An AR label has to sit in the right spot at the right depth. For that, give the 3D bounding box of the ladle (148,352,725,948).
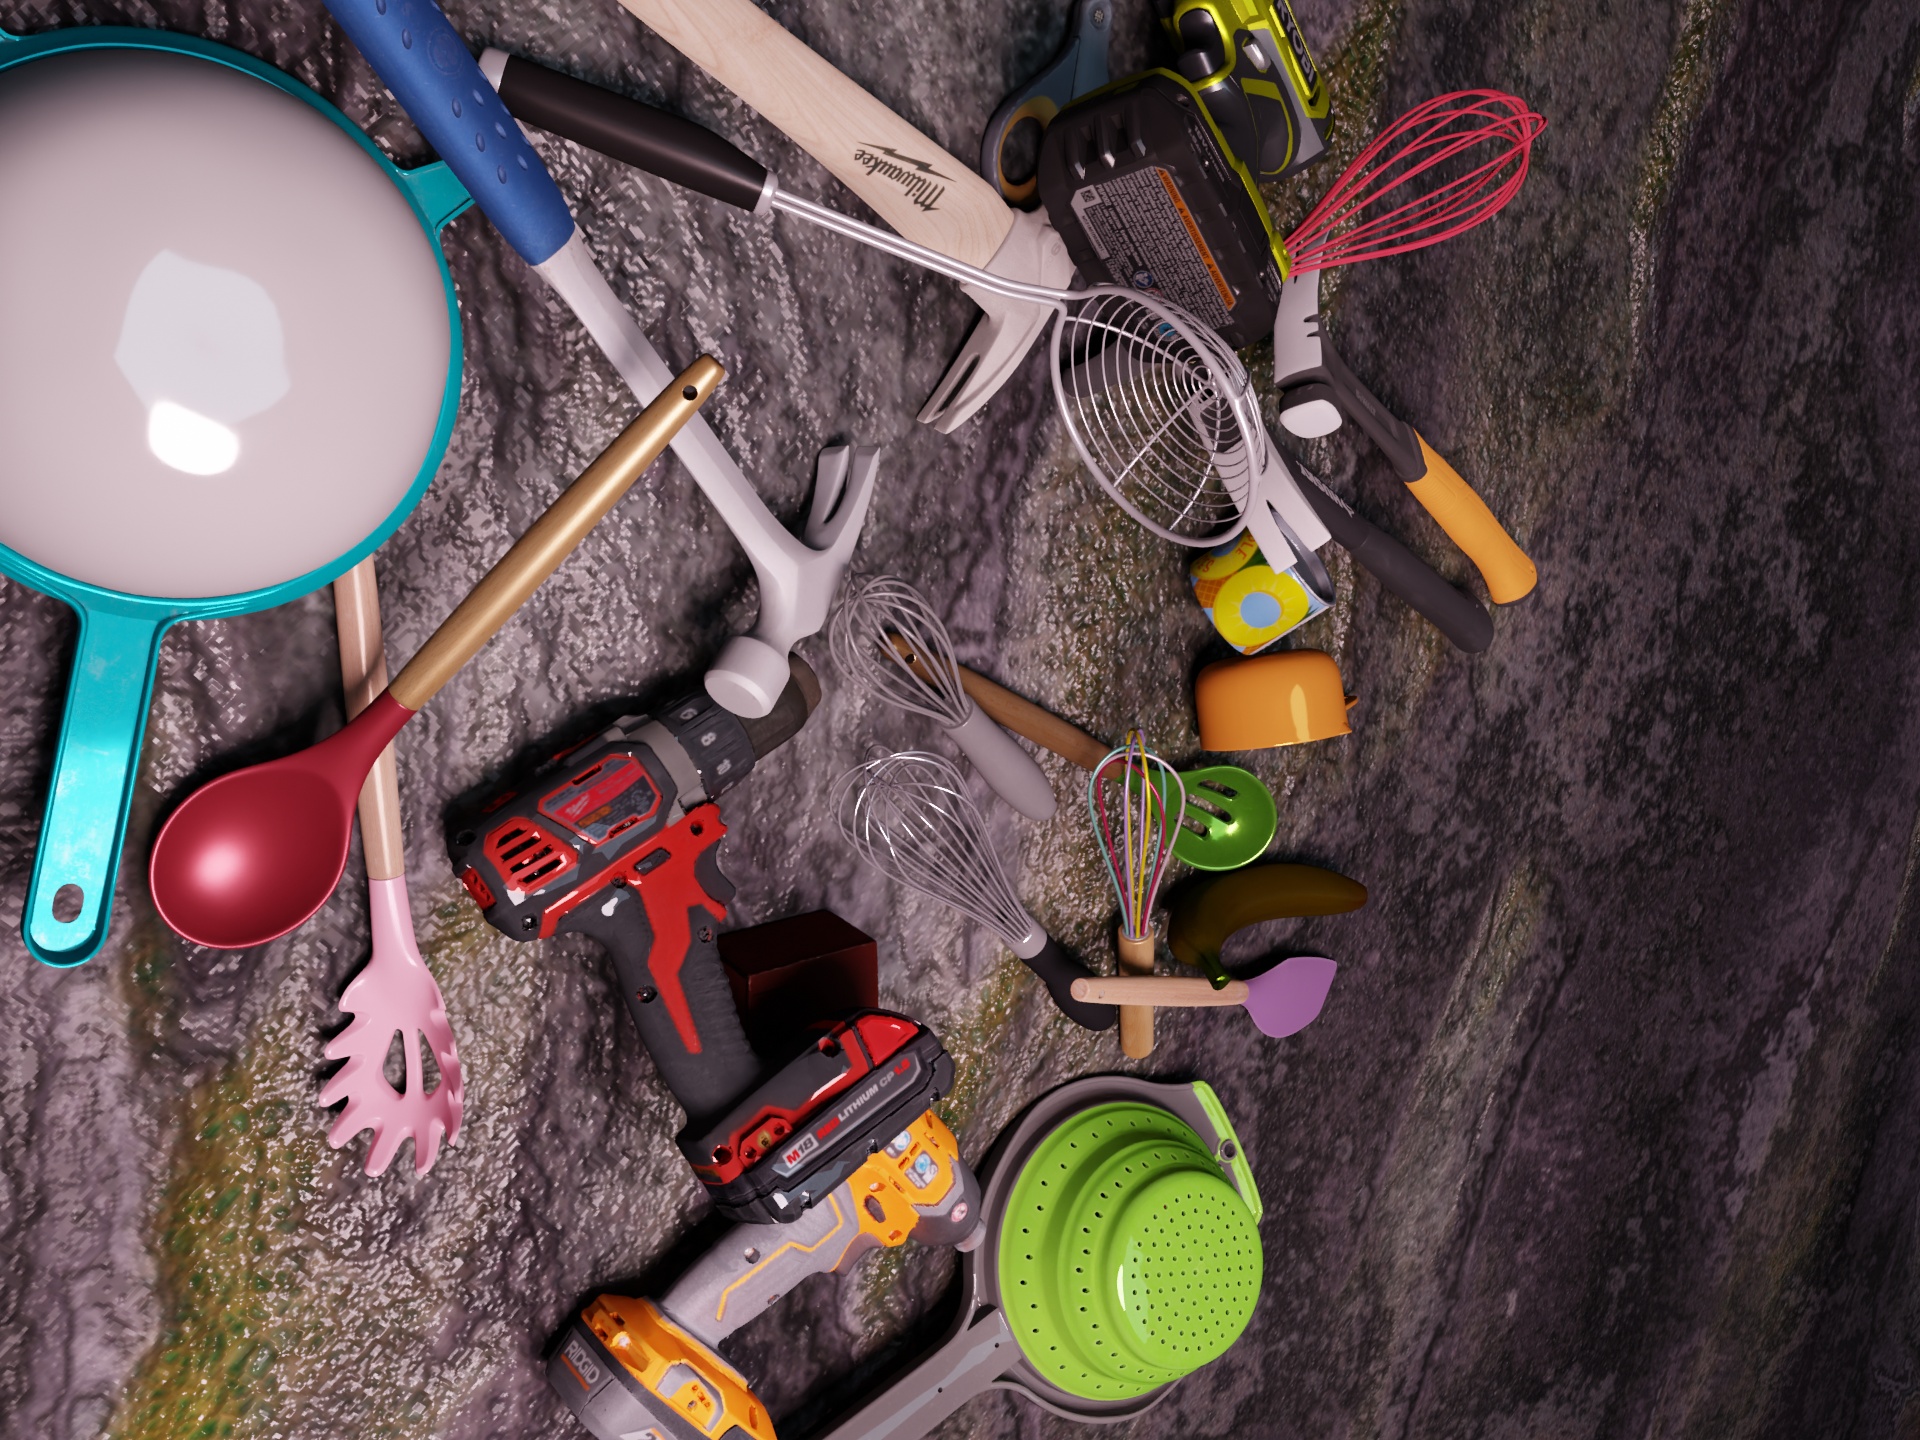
[{"bbox_3d":[-0.203,-0.027,0.625,0.315,0.031,0.069,-44,116,10],"label":"ladle"}]

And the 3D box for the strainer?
[{"bbox_3d":[-0.278,-0.074,0.552,0.210,0.095,0.340,11,91,-36],"label":"strainer"}]

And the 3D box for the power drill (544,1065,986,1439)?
[{"bbox_3d":[-0.086,0.295,0.839,0.226,0.084,0.164,-48,121,-19],"label":"power drill"}]

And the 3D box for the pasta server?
[{"bbox_3d":[-0.247,0.042,0.671,0.060,0.040,0.316,-1,106,-2],"label":"pasta server"}]

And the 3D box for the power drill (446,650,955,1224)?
[{"bbox_3d":[-0.098,0.092,0.731,0.188,0.080,0.226,-36,92,-26],"label":"power drill"}]

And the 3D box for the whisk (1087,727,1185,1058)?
[{"bbox_3d":[0.102,0.110,0.931,0.051,0.047,0.244,-25,129,-28],"label":"whisk"}]

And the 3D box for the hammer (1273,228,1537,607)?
[{"bbox_3d":[0.285,-0.162,0.989,0.336,0.034,0.127,31,55,-45],"label":"hammer"}]

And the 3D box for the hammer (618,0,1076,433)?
[{"bbox_3d":[-0.104,-0.283,0.672,0.410,0.038,0.146,31,94,-37],"label":"hammer"}]

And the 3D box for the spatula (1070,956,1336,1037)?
[{"bbox_3d":[0.161,0.172,0.995,0.315,0.018,0.060,14,98,-51],"label":"spatula"}]

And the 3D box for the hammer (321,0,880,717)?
[{"bbox_3d":[-0.149,-0.179,0.613,0.405,0.035,0.144,56,49,-43],"label":"hammer"}]

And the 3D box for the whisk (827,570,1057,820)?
[{"bbox_3d":[0.000,-0.002,0.815,0.055,0.055,0.238,-55,142,-10],"label":"whisk"}]

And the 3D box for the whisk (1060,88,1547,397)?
[{"bbox_3d":[0.182,-0.250,0.845,0.296,0.073,0.073,-30,123,-2],"label":"whisk"}]

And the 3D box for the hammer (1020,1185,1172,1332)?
[{"bbox_3d":[-0.014,0.412,0.962,0.386,0.038,0.143,-30,121,-26],"label":"hammer"}]

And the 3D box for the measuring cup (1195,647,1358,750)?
[{"bbox_3d":[0.206,-0.021,0.976,0.173,0.095,0.052,-18,100,-54],"label":"measuring cup"}]

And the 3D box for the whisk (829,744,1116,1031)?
[{"bbox_3d":[0.019,0.104,0.882,0.070,0.070,0.284,-51,132,-13],"label":"whisk"}]

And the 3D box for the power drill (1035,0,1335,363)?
[{"bbox_3d":[0.113,-0.296,0.765,0.171,0.080,0.223,51,44,-37],"label":"power drill"}]

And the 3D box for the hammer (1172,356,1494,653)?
[{"bbox_3d":[0.244,-0.105,0.956,0.035,0.146,0.334,-35,143,26],"label":"hammer"}]

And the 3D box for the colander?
[{"bbox_3d":[0.048,0.353,0.908,0.397,0.094,0.204,-28,98,-29],"label":"colander"}]

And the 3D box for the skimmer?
[{"bbox_3d":[-0.033,-0.175,0.674,0.363,0.127,0.090,18,75,-17],"label":"skimmer"}]

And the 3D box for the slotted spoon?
[{"bbox_3d":[0.073,0.016,0.909,0.313,0.031,0.070,27,105,-37],"label":"slotted spoon"}]
